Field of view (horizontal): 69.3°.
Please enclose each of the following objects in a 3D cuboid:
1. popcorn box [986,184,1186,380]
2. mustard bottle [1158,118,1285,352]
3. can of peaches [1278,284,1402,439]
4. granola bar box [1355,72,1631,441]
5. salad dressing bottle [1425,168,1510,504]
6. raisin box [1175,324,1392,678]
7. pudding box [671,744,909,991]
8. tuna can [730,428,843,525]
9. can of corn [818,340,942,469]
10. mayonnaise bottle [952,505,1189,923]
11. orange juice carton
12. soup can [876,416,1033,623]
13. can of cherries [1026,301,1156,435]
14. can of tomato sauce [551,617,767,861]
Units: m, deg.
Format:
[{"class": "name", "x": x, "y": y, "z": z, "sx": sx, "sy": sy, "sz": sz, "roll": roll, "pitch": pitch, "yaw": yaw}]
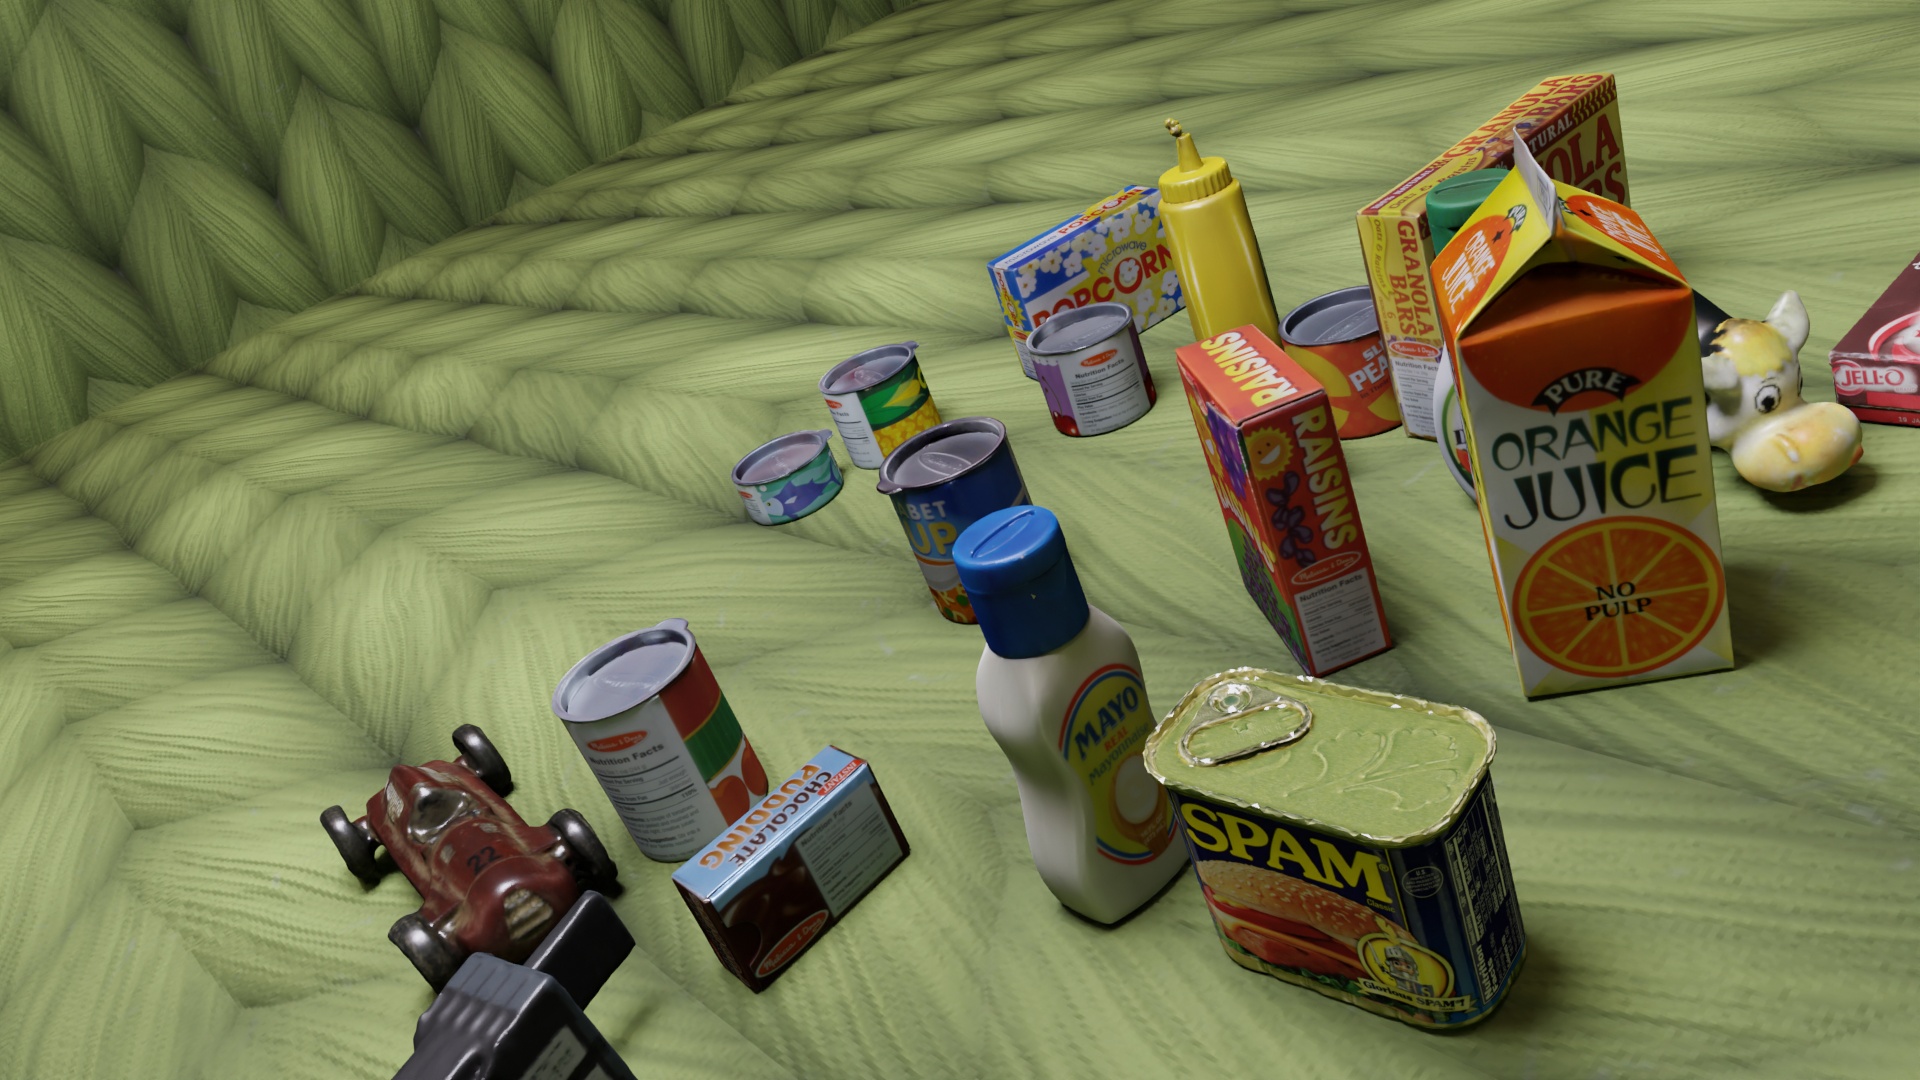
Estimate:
[{"class": "popcorn box", "x": 0.088, "y": -0.172, "z": 0.929, "sx": 0.127, "sy": 0.085, "sz": 0.038, "roll": -32, "pitch": 28, "yaw": -18}, {"class": "mustard bottle", "x": 0.145, "y": -0.164, "z": 0.791, "sx": 0.049, "sy": 0.159, "sz": 0.065, "roll": -18, "pitch": 27, "yaw": 8}, {"class": "can of peaches", "x": 0.208, "y": -0.093, "z": 0.728, "sx": 0.071, "sy": 0.058, "sz": 0.071, "roll": -17, "pitch": 27, "yaw": 9}, {"class": "granola bar box", "x": 0.274, "y": -0.143, "z": 0.697, "sx": 0.166, "sy": 0.123, "sz": 0.039, "roll": -36, "pitch": 30, "yaw": -25}, {"class": "salad dressing bottle", "x": 0.230, "y": -0.083, "z": 0.595, "sx": 0.064, "sy": 0.147, "sz": 0.044, "roll": -4, "pitch": 32, "yaw": 32}, {"class": "raisin box", "x": 0.132, "y": -0.018, "z": 0.575, "sx": 0.040, "sy": 0.123, "sz": 0.086, "roll": -21, "pitch": 27, "yaw": 2}, {"class": "pudding box", "x": -0.064, "y": 0.125, "z": 0.539, "sx": 0.084, "sy": 0.049, "sz": 0.030, "roll": -39, "pitch": 31, "yaw": -30}, {"class": "tuna can", "x": -0.108, "y": -0.042, "z": 0.893, "sx": 0.071, "sy": 0.032, "sz": 0.071, "roll": -17, "pitch": 27, "yaw": 9}, {"class": "can of corn", "x": -0.049, "y": -0.089, "z": 0.907, "sx": 0.071, "sy": 0.058, "sz": 0.071, "roll": -17, "pitch": 27, "yaw": 9}, {"class": "mayonnaise bottle", "x": 0.038, "y": 0.059, "z": 0.477, "sx": 0.065, "sy": 0.147, "sz": 0.041, "roll": -38, "pitch": 31, "yaw": -28}, {"class": "orange juice carton", "x": 0.215, "y": -0.045, "z": 0.487, "sx": 0.073, "sy": 0.192, "sz": 0.072, "roll": -12, "pitch": 28, "yaw": 19}, {"class": "soup can", "x": 0.002, "y": -0.009, "z": 0.696, "sx": 0.071, "sy": 0.083, "sz": 0.072, "roll": -17, "pitch": 27, "yaw": 9}, {"class": "can of cherries", "x": 0.080, "y": -0.105, "z": 0.842, "sx": 0.071, "sy": 0.058, "sz": 0.072, "roll": -17, "pitch": 27, "yaw": 9}, {"class": "can of tomato sauce", "x": -0.131, "y": 0.089, "z": 0.617, "sx": 0.071, "sy": 0.082, "sz": 0.071, "roll": -17, "pitch": 27, "yaw": 9}]
